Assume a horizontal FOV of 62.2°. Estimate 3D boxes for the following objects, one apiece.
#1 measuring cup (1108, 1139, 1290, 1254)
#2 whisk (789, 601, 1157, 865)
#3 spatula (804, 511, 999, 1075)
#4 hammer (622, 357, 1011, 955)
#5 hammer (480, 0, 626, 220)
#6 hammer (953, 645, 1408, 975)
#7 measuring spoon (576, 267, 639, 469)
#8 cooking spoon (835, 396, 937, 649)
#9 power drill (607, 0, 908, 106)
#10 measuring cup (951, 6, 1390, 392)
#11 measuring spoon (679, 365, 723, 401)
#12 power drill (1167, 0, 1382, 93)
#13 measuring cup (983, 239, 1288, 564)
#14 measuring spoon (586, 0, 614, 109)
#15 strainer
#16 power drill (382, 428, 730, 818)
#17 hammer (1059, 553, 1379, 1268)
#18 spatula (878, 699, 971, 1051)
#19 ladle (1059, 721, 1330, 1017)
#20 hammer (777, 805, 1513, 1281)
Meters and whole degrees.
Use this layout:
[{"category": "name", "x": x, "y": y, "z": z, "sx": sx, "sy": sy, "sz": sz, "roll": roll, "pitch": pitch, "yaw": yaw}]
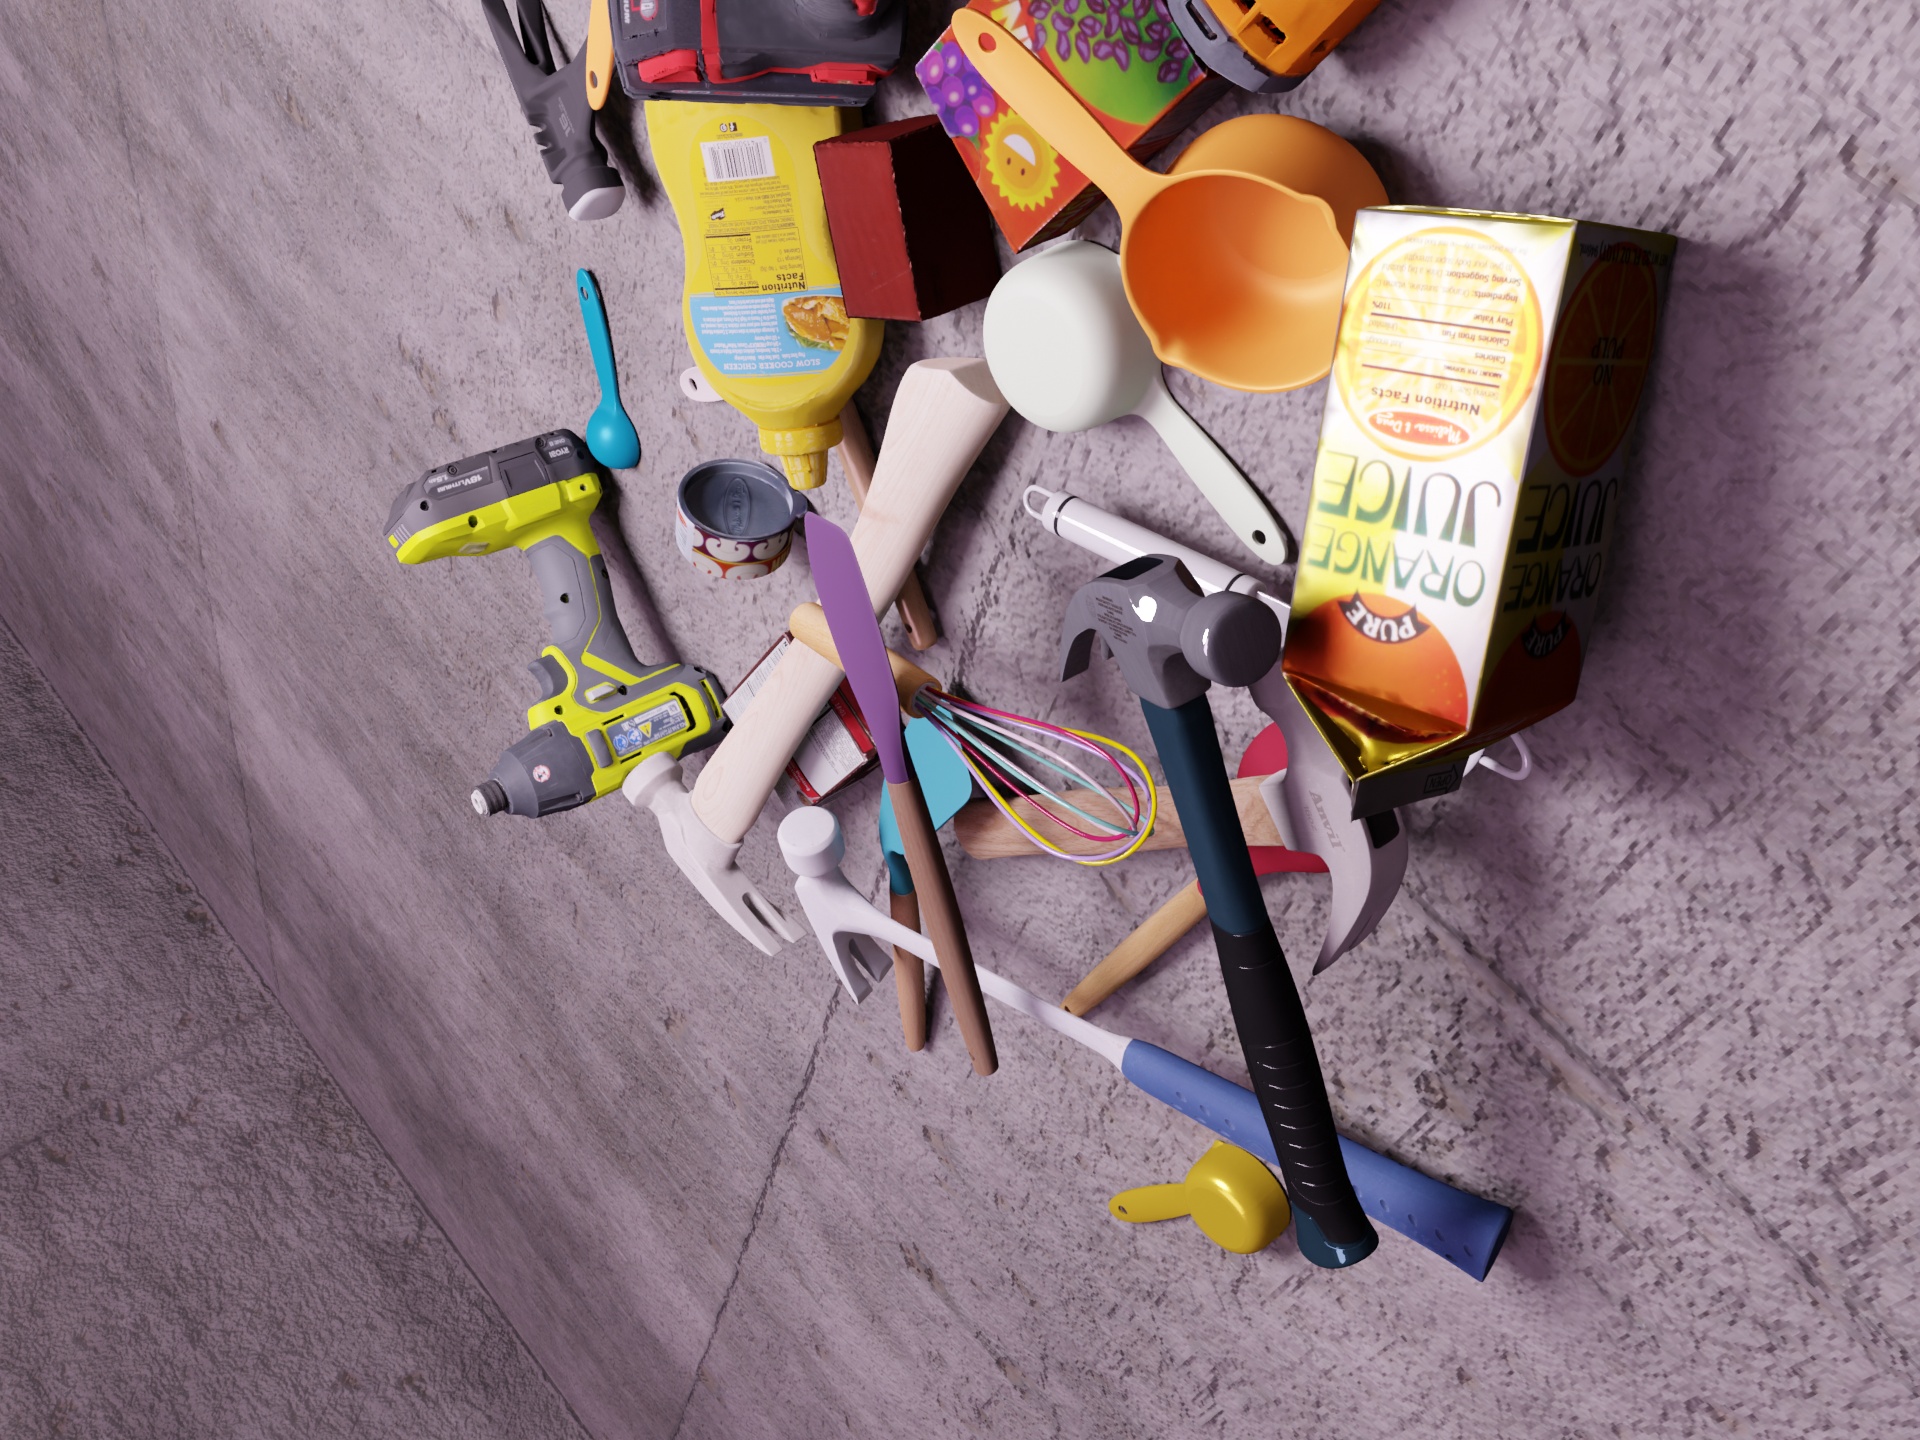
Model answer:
[{"category": "measuring cup", "x": 0.122, "y": 0.275, "z": 0.893, "sx": 0.062, "sy": 0.029, "sz": 0.156, "roll": 58, "pitch": 144, "yaw": 2}, {"category": "whisk", "x": 0.000, "y": -0.004, "z": 0.730, "sx": 0.245, "sy": 0.051, "sz": 0.047, "roll": 33, "pitch": 119, "yaw": 40}, {"category": "spatula", "x": -0.023, "y": 0.046, "z": 0.750, "sx": 0.060, "sy": 0.018, "sz": 0.315, "roll": 31, "pitch": 143, "yaw": 54}, {"category": "hammer", "x": -0.071, "y": -0.025, "z": 0.853, "sx": 0.146, "sy": 0.038, "sz": 0.410, "roll": 48, "pitch": 135, "yaw": 12}, {"category": "hammer", "x": -0.134, "y": -0.368, "z": 0.723, "sx": 0.337, "sy": 0.034, "sz": 0.127, "roll": -26, "pitch": 87, "yaw": 53}, {"category": "hammer", "x": 0.081, "y": 0.047, "z": 0.729, "sx": 0.331, "sy": 0.031, "sz": 0.130, "roll": -13, "pitch": 104, "yaw": 64}, {"category": "measuring spoon", "x": -0.224, "y": -0.211, "z": 0.970, "sx": 0.042, "sy": 0.021, "sz": 0.128, "roll": 26, "pitch": 135, "yaw": 38}, {"category": "cooking spoon", "x": -0.071, "y": -0.184, "z": 0.803, "sx": 0.069, "sy": 0.017, "sz": 0.318, "roll": -2, "pitch": 113, "yaw": 50}, {"category": "power drill", "x": -0.066, "y": -0.274, "z": 0.562, "sx": 0.220, "sy": 0.143, "sz": 0.078, "roll": -142, "pitch": 49, "yaw": -70}, {"category": "measuring cup", "x": 0.074, "y": -0.191, "z": 0.546, "sx": 0.173, "sy": 0.052, "sz": 0.095, "roll": 41, "pitch": 147, "yaw": -8}, {"category": "measuring spoon", "x": -0.122, "y": -0.189, "z": 0.872, "sx": 0.124, "sy": 0.018, "sz": 0.034, "roll": 12, "pitch": 126, "yaw": 55}, {"category": "power drill", "x": 0.080, "y": -0.324, "z": 0.459, "sx": 0.226, "sy": 0.084, "sz": 0.164, "roll": 55, "pitch": 145, "yaw": -1}, {"category": "measuring cup", "x": 0.070, "y": -0.122, "z": 0.653, "sx": 0.168, "sy": 0.038, "sz": 0.083, "roll": 52, "pitch": 145, "yaw": 12}, {"category": "measuring spoon", "x": -0.169, "y": -0.342, "z": 0.741, "sx": 0.021, "sy": 0.011, "sz": 0.116, "roll": 44, "pitch": 137, "yaw": 28}, {"category": "strainer", "x": 0.121, "y": -0.047, "z": 0.635, "sx": 0.259, "sy": 0.050, "sz": 0.086, "roll": 31, "pitch": 134, "yaw": 34}, {"category": "power drill", "x": -0.265, "y": -0.057, "z": 1.011, "sx": 0.080, "sy": 0.171, "sz": 0.223, "roll": -19, "pitch": 97, "yaw": 56}, {"category": "hammer", "x": 0.111, "y": 0.087, "z": 0.615, "sx": 0.128, "sy": 0.033, "sz": 0.330, "roll": 36, "pitch": 149, "yaw": 61}, {"category": "spatula", "x": -0.022, "y": 0.110, "z": 0.935, "sx": 0.317, "sy": 0.044, "sz": 0.082, "roll": 89, "pitch": 166, "yaw": -49}, {"category": "ladle", "x": 0.110, "y": 0.090, "z": 0.776, "sx": 0.069, "sy": 0.031, "sz": 0.315, "roll": 52, "pitch": 147, "yaw": 13}, {"category": "hammer", "x": 0.078, "y": 0.169, "z": 0.813, "sx": 0.406, "sy": 0.035, "sz": 0.143, "roll": 23, "pitch": 146, "yaw": 29}]
